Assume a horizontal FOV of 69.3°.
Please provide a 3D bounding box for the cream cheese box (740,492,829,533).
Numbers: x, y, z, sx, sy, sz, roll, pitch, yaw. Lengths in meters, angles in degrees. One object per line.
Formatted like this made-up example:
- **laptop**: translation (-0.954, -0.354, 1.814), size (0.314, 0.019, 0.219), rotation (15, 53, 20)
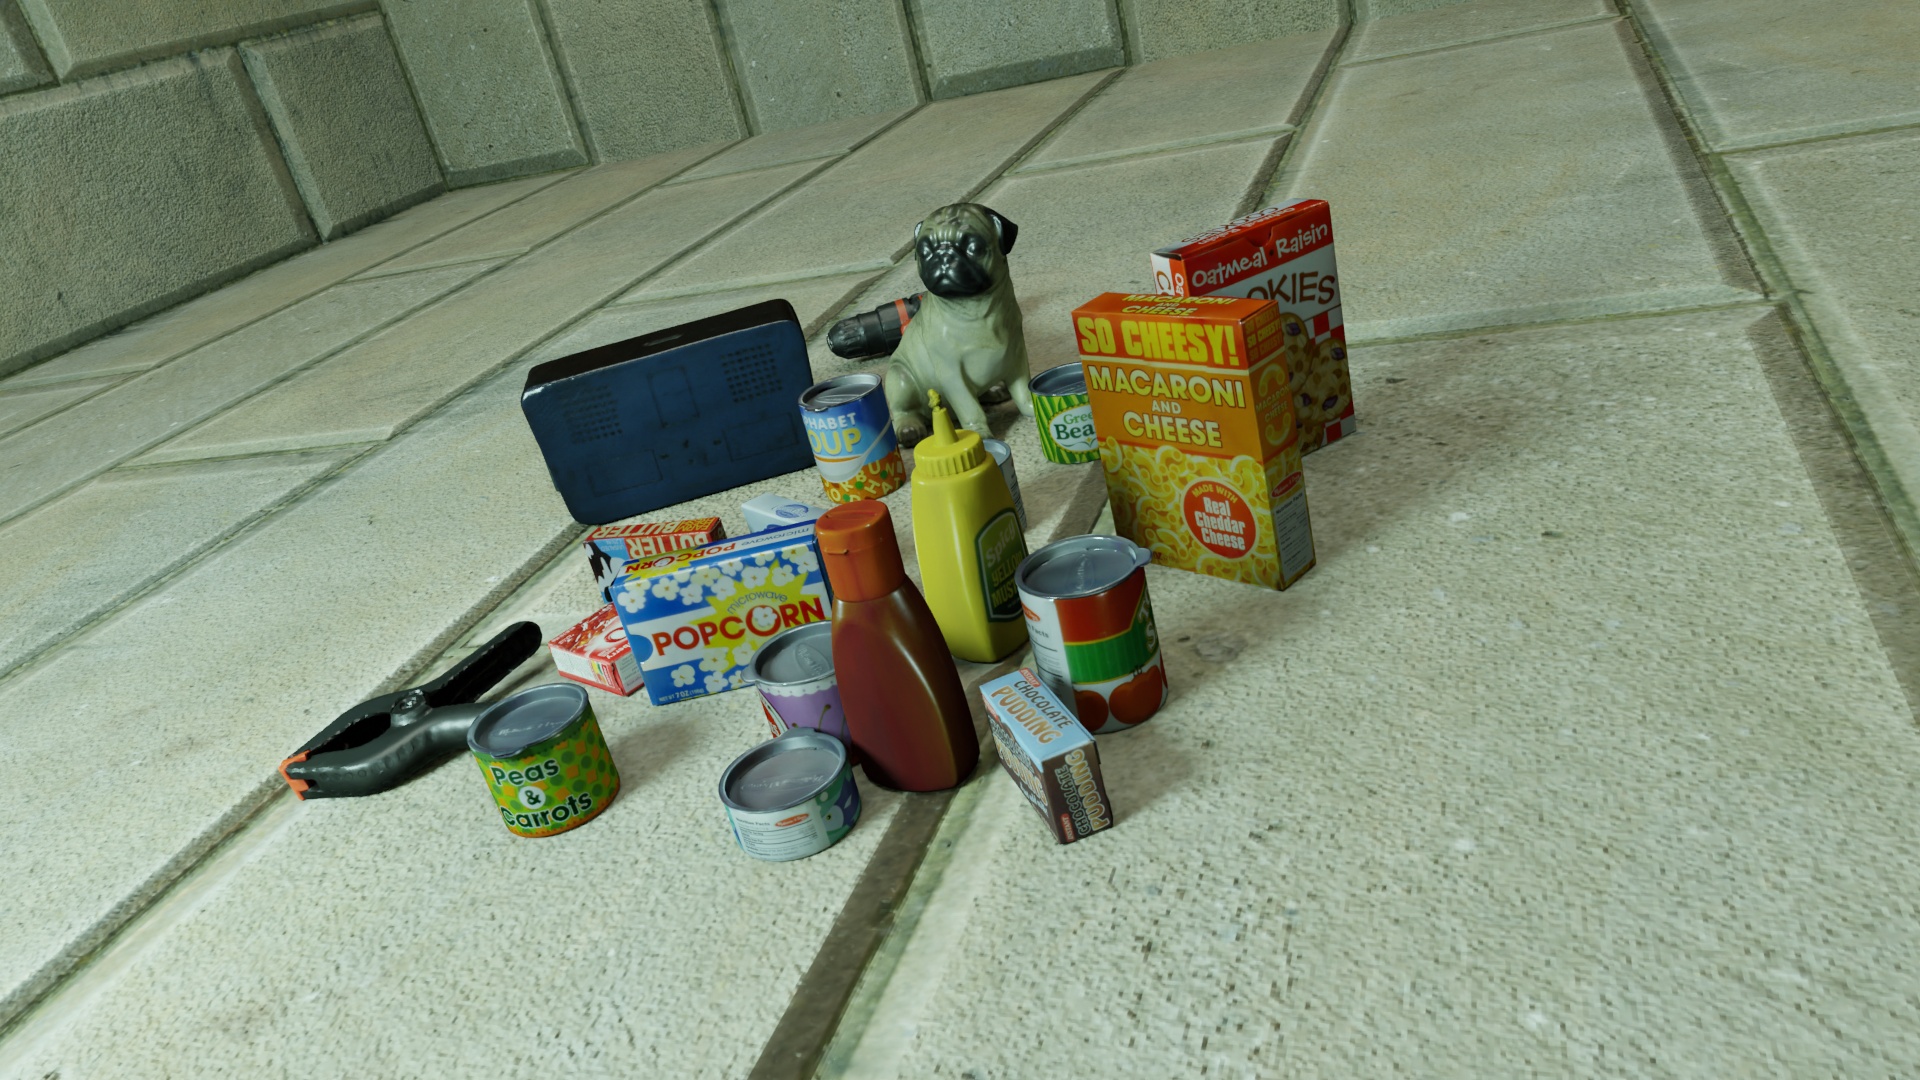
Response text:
- **cream cheese box**: translation (-0.107, 0.002, 0.948), size (0.024, 0.053, 0.104), rotation (-31, 29, -32)

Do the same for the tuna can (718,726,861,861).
- **tuna can**: translation (-0.084, 0.127, 0.697), size (0.071, 0.032, 0.071), rotation (-12, 25, 5)

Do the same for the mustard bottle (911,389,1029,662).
- **mustard bottle**: translation (0.003, -0.010, 0.788), size (0.049, 0.159, 0.065), rotation (6, 31, 38)

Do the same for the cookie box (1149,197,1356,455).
- **cookie box**: translation (0.200, -0.131, 0.933), size (0.123, 0.166, 0.040), rotation (-24, 26, -21)

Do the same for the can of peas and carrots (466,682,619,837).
- **can of peas and carrots**: translation (-0.226, 0.120, 0.755), size (0.071, 0.058, 0.071), rotation (-12, 25, 5)

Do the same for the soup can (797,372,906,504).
- **soup can**: translation (-0.084, -0.077, 1.069), size (0.071, 0.083, 0.071), rotation (-12, 24, 6)

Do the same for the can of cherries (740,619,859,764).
- **can of cherries**: translation (-0.077, 0.085, 0.752), size (0.071, 0.058, 0.072), rotation (-12, 25, 5)

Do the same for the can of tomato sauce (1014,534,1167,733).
- **can of tomato sauce**: translation (0.071, 0.048, 0.722), size (0.071, 0.082, 0.071), rotation (-12, 24, 6)

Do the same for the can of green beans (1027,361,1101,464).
- **can of green beans**: translation (0.089, -0.097, 1.049), size (0.071, 0.057, 0.071), rotation (-12, 25, 5)

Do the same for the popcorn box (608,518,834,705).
- **popcorn box**: translation (-0.135, 0.043, 0.838), size (0.127, 0.085, 0.038), rotation (-13, 24, 3)

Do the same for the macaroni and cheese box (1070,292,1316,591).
- **macaroni and cheese box**: translation (0.137, -0.061, 0.818), size (0.124, 0.165, 0.040), rotation (12, 35, 45)

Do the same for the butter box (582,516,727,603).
- **butter box**: translation (-0.209, 0.015, 0.977), size (0.103, 0.053, 0.024), rotation (-5, 26, 19)

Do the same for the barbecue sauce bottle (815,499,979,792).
- **barbecue sauce bottle**: translation (-0.036, 0.053, 0.688), size (0.065, 0.148, 0.044), rotation (1, 28, 30)

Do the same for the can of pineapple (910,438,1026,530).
- **can of pineapple**: translation (0.006, -0.030, 0.951), size (0.071, 0.057, 0.071), rotation (-12, 25, 5)

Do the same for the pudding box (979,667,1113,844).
- **pudding box**: translation (0.040, 0.101, 0.665), size (0.030, 0.049, 0.084), rotation (-20, 25, -12)
